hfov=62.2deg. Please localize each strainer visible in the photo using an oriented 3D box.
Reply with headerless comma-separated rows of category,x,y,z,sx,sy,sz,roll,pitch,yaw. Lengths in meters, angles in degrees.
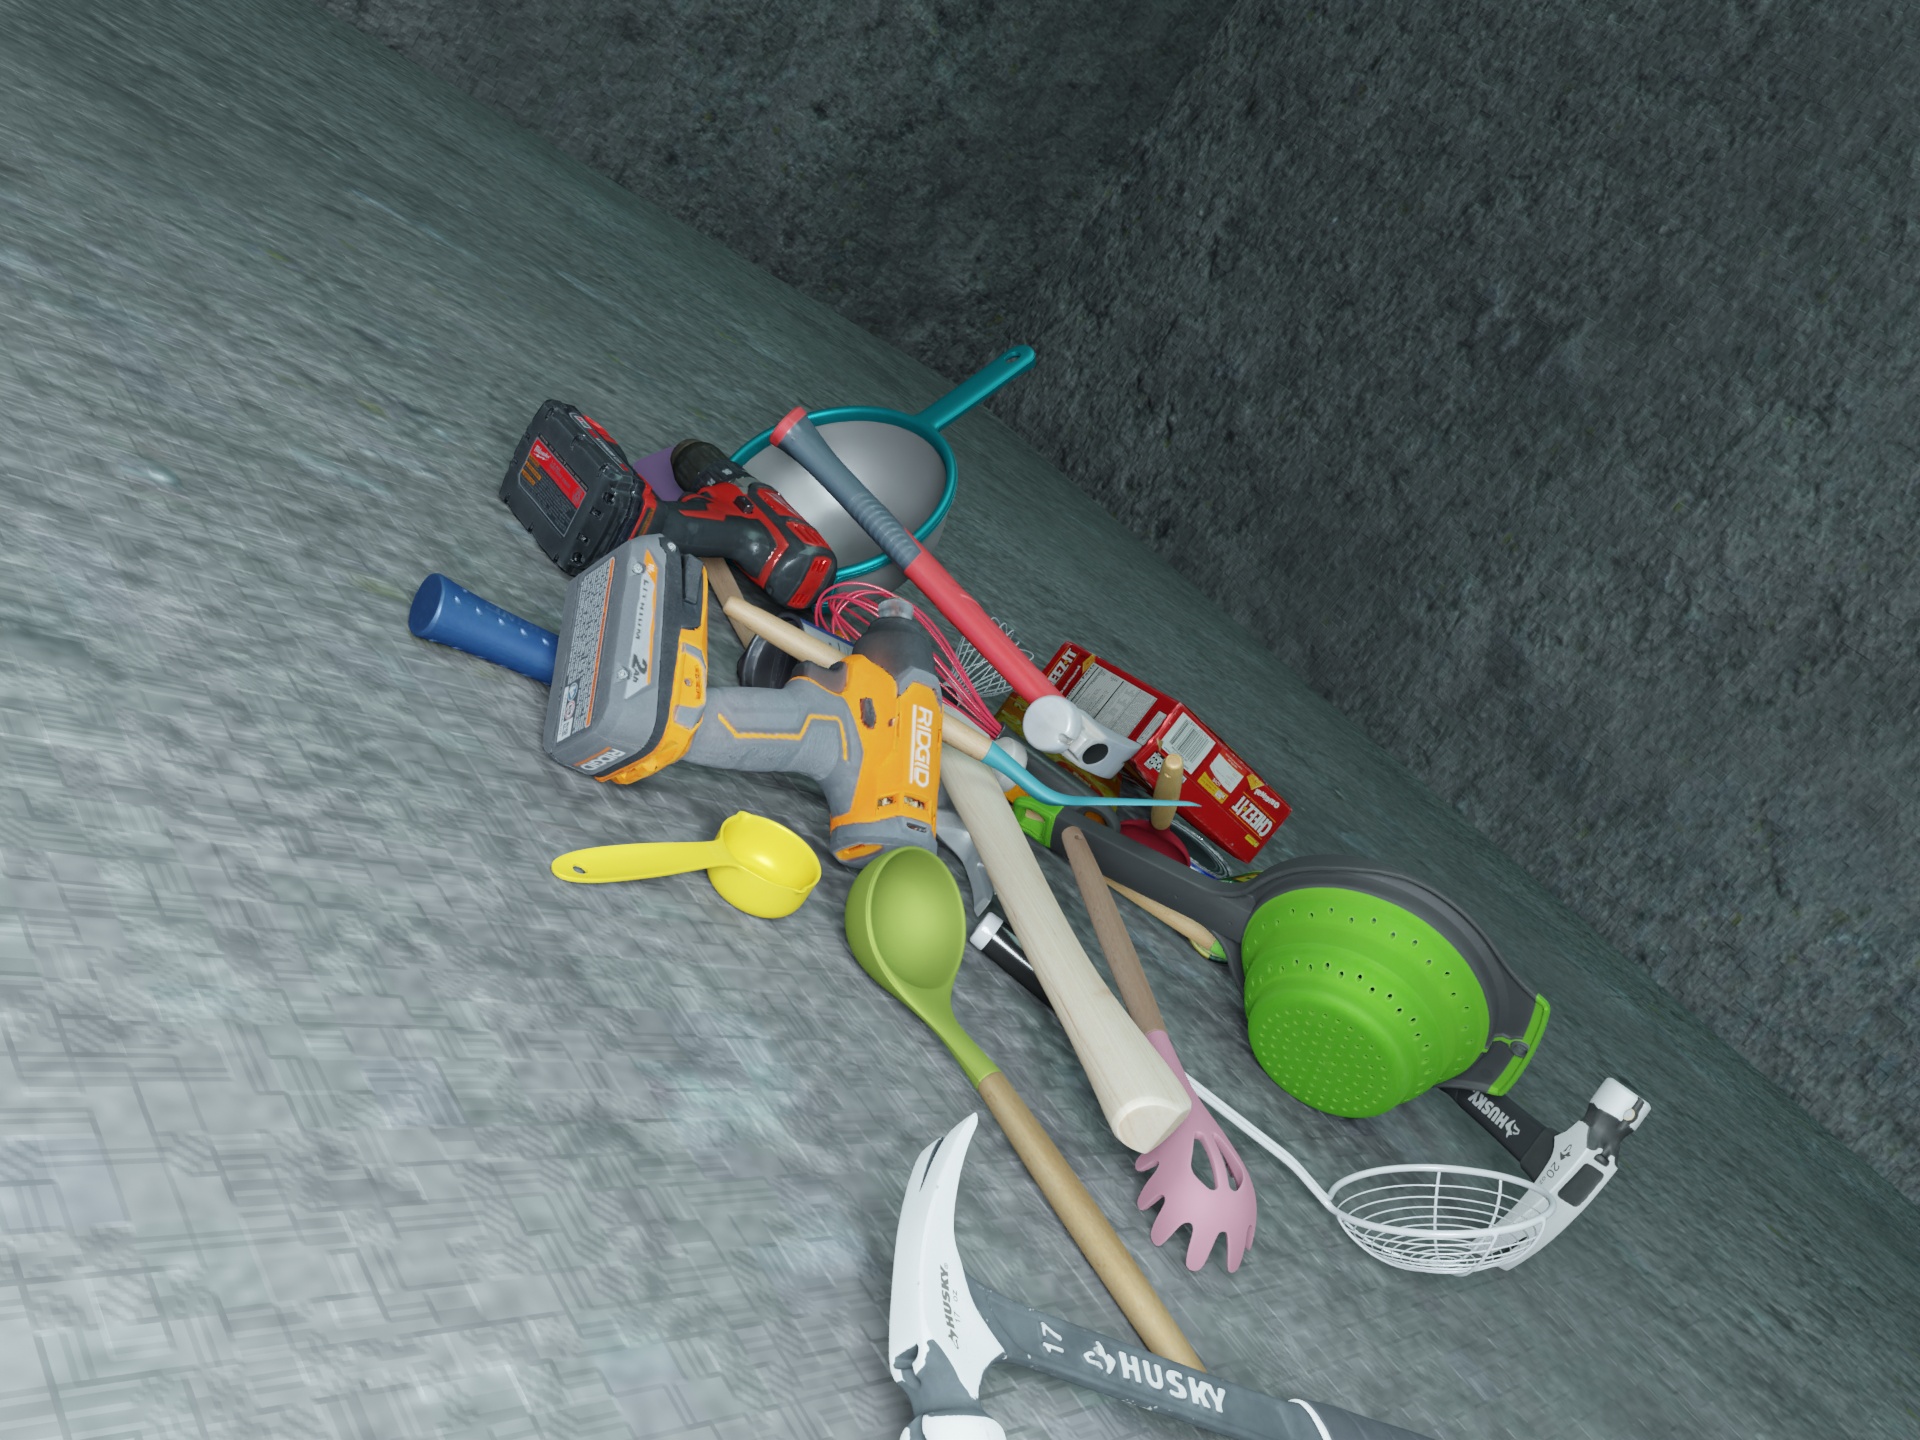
strainer,-0.055,-0.199,1.352,0.211,0.340,0.095,34,-28,34

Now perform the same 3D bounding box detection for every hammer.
hammer,-0.130,0.013,0.944,0.405,0.035,0.144,26,18,-36
hammer,-0.016,-0.102,1.179,0.387,0.038,0.143,48,12,27
hammer,0.369,0.273,1.178,0.035,0.146,0.335,34,3,-13
hammer,0.027,0.091,0.917,0.146,0.038,0.411,27,17,-27
hammer,0.129,0.286,0.656,0.408,0.036,0.149,31,31,-31

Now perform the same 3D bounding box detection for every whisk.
whisk,-0.002,-0.028,1.313,0.070,0.070,0.284,38,23,4
whisk,0.010,-0.002,1.181,0.295,0.073,0.073,40,13,-16

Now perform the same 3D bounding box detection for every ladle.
ladle,0.035,0.184,0.760,0.078,0.062,0.320,17,27,-48
ladle,0.146,0.068,1.162,0.069,0.031,0.315,25,-12,10

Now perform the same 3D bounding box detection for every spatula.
spatula,-0.200,-0.139,1.251,0.316,0.060,0.018,-122,-168,-46
spatula,-0.002,-0.003,0.991,0.317,0.044,0.082,29,-7,-10

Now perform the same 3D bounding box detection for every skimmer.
skimmer,0.174,0.206,0.937,0.363,0.090,0.127,36,3,3

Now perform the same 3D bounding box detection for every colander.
colander,0.191,0.165,1.099,0.397,0.204,0.094,25,45,20

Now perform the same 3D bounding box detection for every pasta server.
pasta server,0.098,0.165,0.892,0.060,0.040,0.317,9,31,-19

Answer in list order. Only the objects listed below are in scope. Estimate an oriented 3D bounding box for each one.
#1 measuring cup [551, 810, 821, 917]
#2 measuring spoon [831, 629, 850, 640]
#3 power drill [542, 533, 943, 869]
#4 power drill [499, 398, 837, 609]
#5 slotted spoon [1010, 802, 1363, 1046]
measuring cup,-0.136,0.076,0.777,0.156,0.029,0.062,1,38,-47
measuring spoon,-0.059,-0.039,1.313,0.117,0.011,0.021,37,15,-1
power drill,-0.103,-0.019,0.874,0.226,0.084,0.164,21,61,-36
power drill,-0.214,-0.162,1.153,0.226,0.080,0.188,7,32,-51
slotted spoon,0.170,0.149,1.192,0.314,0.070,0.031,33,37,8
